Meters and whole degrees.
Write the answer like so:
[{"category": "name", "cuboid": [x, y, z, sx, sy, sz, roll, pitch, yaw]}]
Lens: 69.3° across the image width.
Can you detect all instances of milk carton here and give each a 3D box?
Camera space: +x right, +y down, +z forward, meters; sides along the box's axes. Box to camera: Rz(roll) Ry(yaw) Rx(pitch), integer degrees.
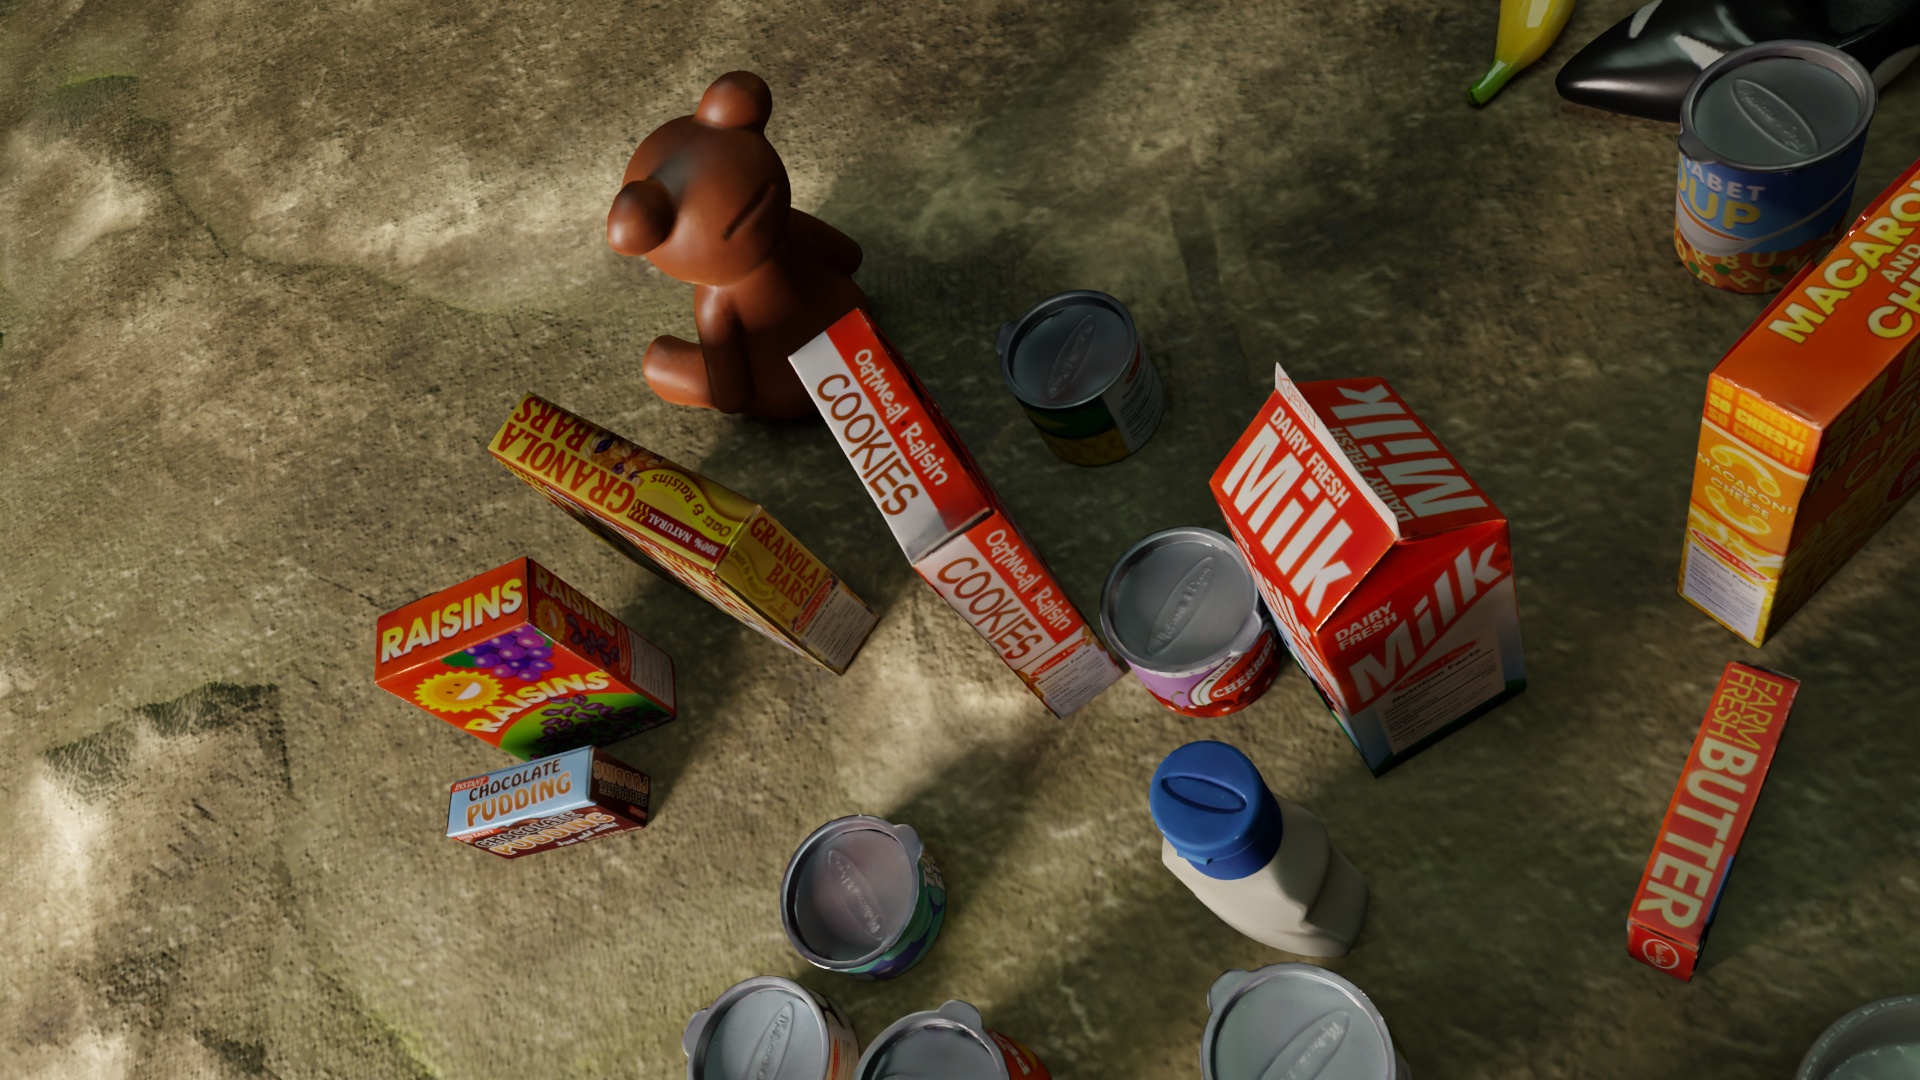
[{"category": "milk carton", "cuboid": [0.149, 0.010, 0.501, 0.073, 0.190, 0.072, -32, 55, 5]}]

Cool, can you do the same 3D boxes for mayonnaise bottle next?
[{"category": "mayonnaise bottle", "cuboid": [0.104, 0.111, 0.492, 0.065, 0.147, 0.041, 12, 69, 29]}]

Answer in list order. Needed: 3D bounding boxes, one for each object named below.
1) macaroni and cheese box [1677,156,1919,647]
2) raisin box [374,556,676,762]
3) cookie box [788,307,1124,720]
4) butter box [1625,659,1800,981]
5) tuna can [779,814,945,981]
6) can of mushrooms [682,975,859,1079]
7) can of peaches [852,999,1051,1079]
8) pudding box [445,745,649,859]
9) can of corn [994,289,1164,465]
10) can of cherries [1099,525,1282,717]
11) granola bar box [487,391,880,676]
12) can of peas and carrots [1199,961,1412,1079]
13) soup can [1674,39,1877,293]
[{"category": "macaroni and cheese box", "cuboid": [0.307, -0.047, 0.477, 0.124, 0.166, 0.040, -44, 55, -3]}, {"category": "raisin box", "cuboid": [-0.207, 0.062, 0.673, 0.086, 0.123, 0.040, -21, 57, 13]}, {"category": "cookie box", "cuboid": [0.002, -0.007, 0.591, 0.040, 0.167, 0.123, -35, 55, 3]}, {"category": "butter box", "cuboid": [0.262, 0.098, 0.486, 0.024, 0.053, 0.104, 20, 73, 32]}, {"category": "tuna can", "cuboid": [-0.040, 0.154, 0.603, 0.071, 0.032, 0.071, -11, 59, 19]}, {"category": "can of mushrooms", "cuboid": [-0.080, 0.219, 0.584, 0.071, 0.033, 0.071, -11, 59, 19]}, {"category": "can of peaches", "cuboid": [0.000, 0.217, 0.534, 0.071, 0.058, 0.071, -11, 59, 19]}, {"category": "pudding box", "cuboid": [-0.201, 0.129, 0.678, 0.083, 0.049, 0.030, -16, 58, 16]}, {"category": "can of corn", "cuboid": [0.058, -0.078, 0.672, 0.071, 0.058, 0.071, -11, 59, 19]}, {"category": "can of cherries", "cuboid": [0.101, 0.037, 0.588, 0.071, 0.058, 0.072, -11, 59, 19]}, {"category": "granola bar box", "cuboid": [-0.134, -0.002, 0.675, 0.166, 0.124, 0.039, 25, 76, 33]}, {"category": "can of peas and carrots", "cuboid": [0.122, 0.188, 0.495, 0.071, 0.058, 0.071, -11, 59, 19]}, {"category": "soup can", "cuboid": [0.330, -0.151, 0.574, 0.071, 0.083, 0.071, -11, 60, 19]}]
